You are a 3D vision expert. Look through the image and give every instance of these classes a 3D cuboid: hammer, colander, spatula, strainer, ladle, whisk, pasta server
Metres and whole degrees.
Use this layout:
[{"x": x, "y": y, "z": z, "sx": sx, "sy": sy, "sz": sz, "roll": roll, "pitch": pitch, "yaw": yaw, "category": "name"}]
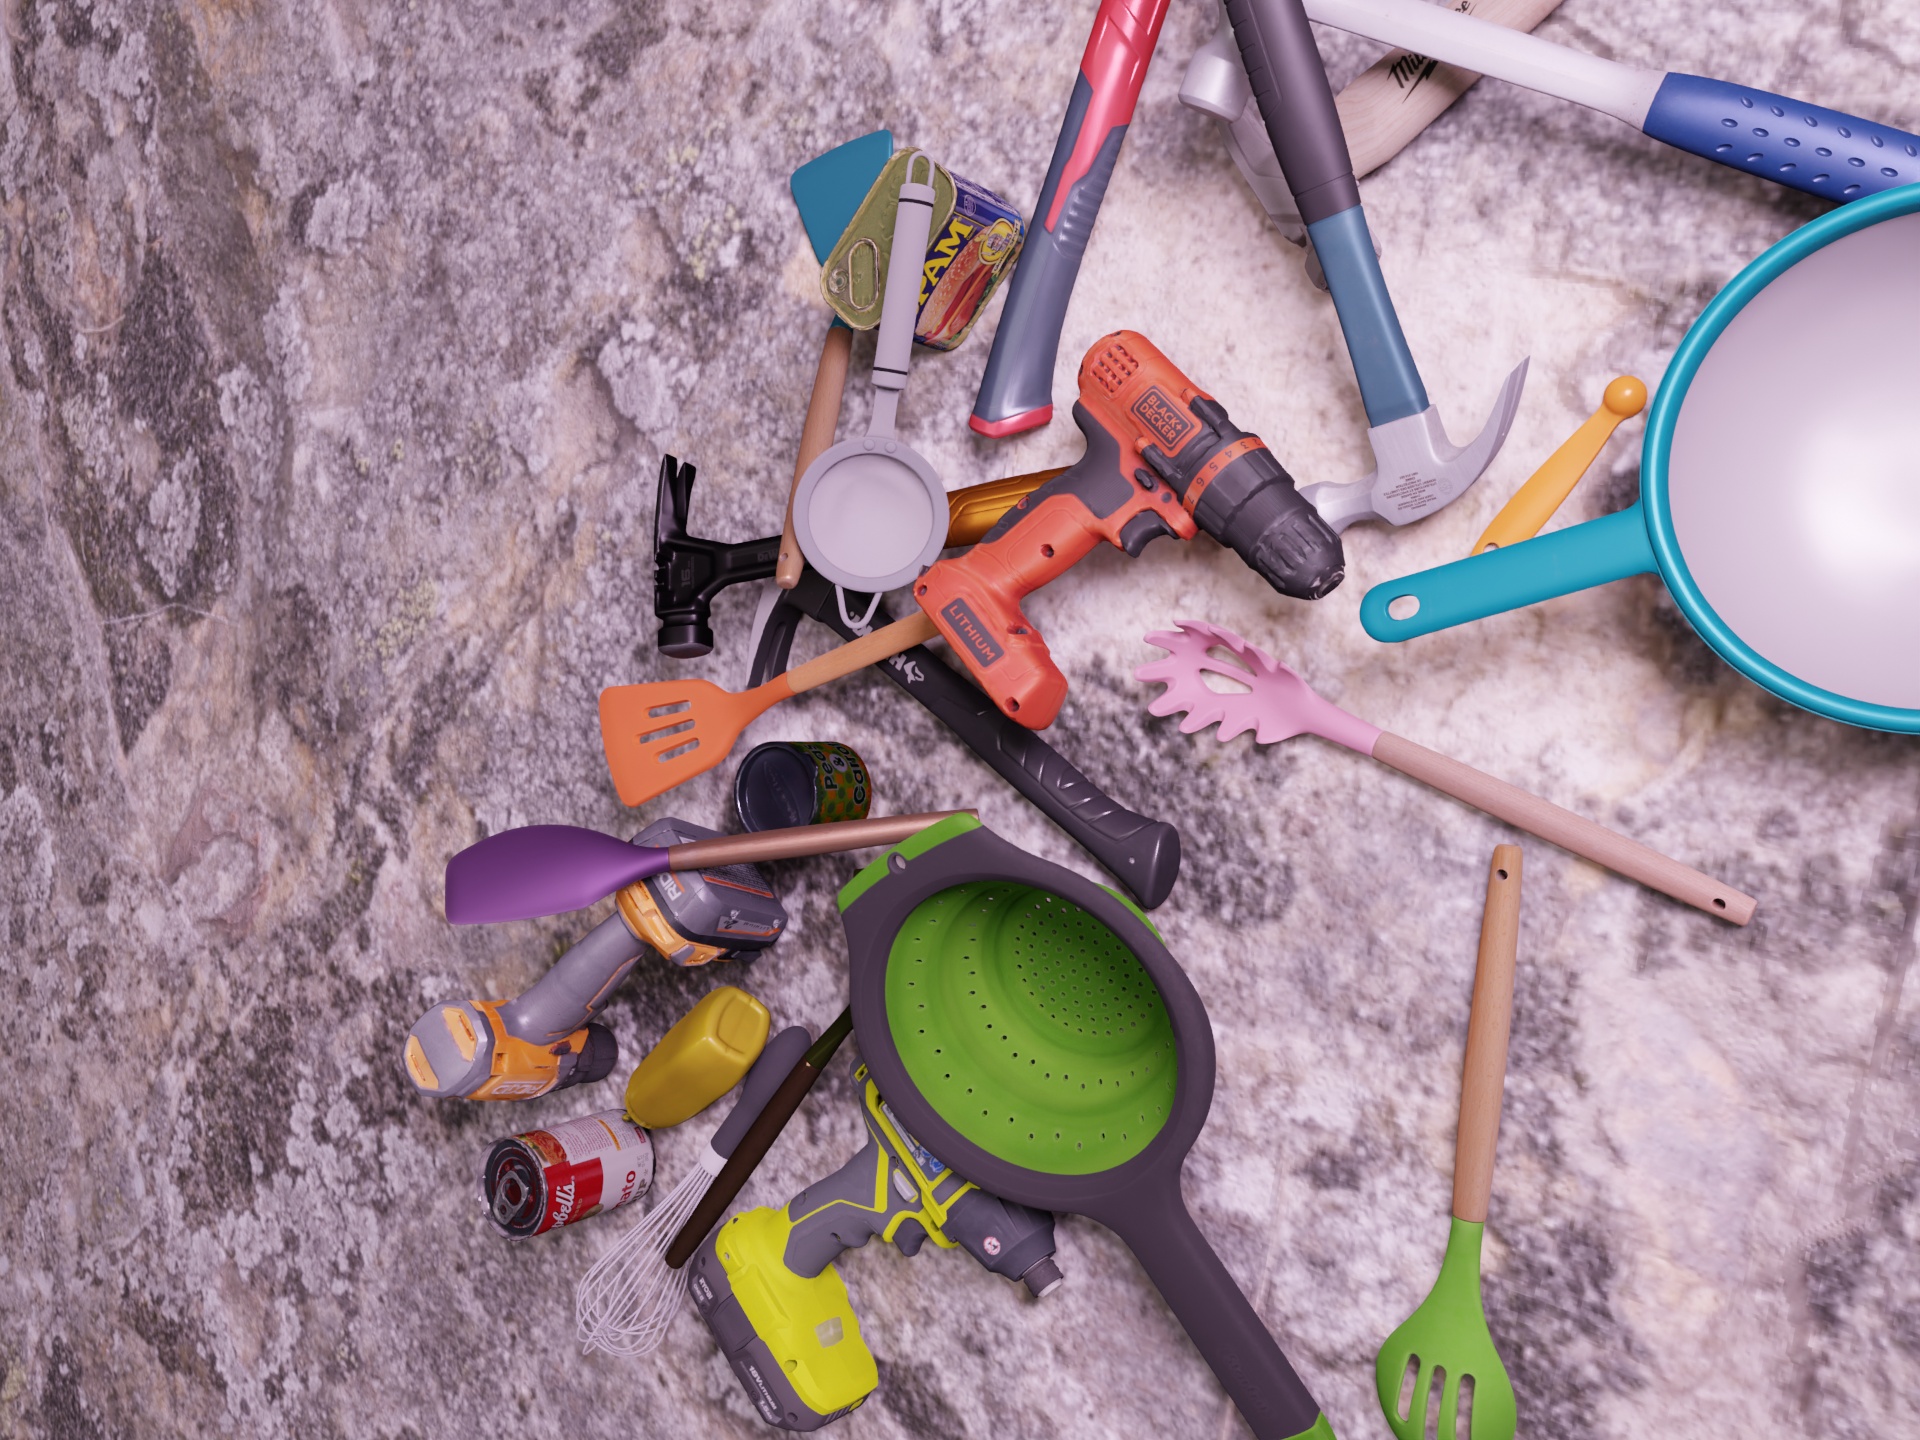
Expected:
[{"x": -0.034, "y": -0.119, "z": 0.931, "sx": 0.337, "sy": 0.034, "sz": 0.127, "roll": -7, "pitch": 79, "yaw": 24, "category": "hammer"}, {"x": 0.169, "y": -0.250, "z": 0.745, "sx": 0.128, "sy": 0.033, "sz": 0.331, "roll": -11, "pitch": 108, "yaw": 39, "category": "hammer"}, {"x": 0.095, "y": 0.218, "z": 0.853, "sx": 0.204, "sy": 0.094, "sz": 0.397, "roll": -35, "pitch": 89, "yaw": 33, "category": "colander"}, {"x": 0.300, "y": -0.385, "z": 0.736, "sx": 0.410, "sy": 0.038, "sz": 0.146, "roll": -36, "pitch": 69, "yaw": 28, "category": "hammer"}, {"x": -0.087, "y": -0.031, "z": 0.954, "sx": 0.322, "sy": 0.041, "sz": 0.081, "roll": -22, "pitch": 76, "yaw": 30, "category": "spatula"}, {"x": -0.146, "y": 0.076, "z": 0.938, "sx": 0.316, "sy": 0.018, "sz": 0.060, "roll": -7, "pitch": 62, "yaw": -2, "category": "spatula"}, {"x": 0.342, "y": -0.085, "z": 0.670, "sx": 0.340, "sy": 0.095, "sz": 0.211, "roll": -16, "pitch": 80, "yaw": 35, "category": "strainer"}, {"x": -0.084, "y": -0.218, "z": 0.953, "sx": 0.082, "sy": 0.044, "sz": 0.318, "roll": -12, "pitch": 56, "yaw": 31, "category": "spatula"}, {"x": 0.298, "y": -0.281, "z": 0.699, "sx": 0.406, "sy": 0.035, "sz": 0.144, "roll": 29, "pitch": 109, "yaw": 22, "category": "hammer"}, {"x": -0.001, "y": -0.003, "z": 0.942, "sx": 0.335, "sy": 0.035, "sz": 0.146, "roll": 41, "pitch": 111, "yaw": 27, "category": "hammer"}, {"x": -0.039, "y": -0.180, "z": 0.878, "sx": 0.087, "sy": 0.050, "sz": 0.258, "roll": 9, "pitch": 100, "yaw": -5, "category": "strainer"}, {"x": -0.112, "y": 0.220, "z": 0.965, "sx": 0.320, "sy": 0.062, "sz": 0.078, "roll": -56, "pitch": 20, "yaw": 21, "category": "ladle"}, {"x": -0.174, "y": 0.312, "z": 1.050, "sx": 0.070, "sy": 0.070, "sz": 0.284, "roll": 41, "pitch": 106, "yaw": 28, "category": "whisk"}, {"x": 0.227, "y": 0.025, "z": 0.782, "sx": 0.316, "sy": 0.040, "sz": 0.060, "roll": 28, "pitch": 117, "yaw": 30, "category": "pasta server"}, {"x": 0.064, "y": -0.345, "z": 0.868, "sx": 0.143, "sy": 0.038, "sz": 0.386, "roll": 20, "pitch": 107, "yaw": 0, "category": "hammer"}]

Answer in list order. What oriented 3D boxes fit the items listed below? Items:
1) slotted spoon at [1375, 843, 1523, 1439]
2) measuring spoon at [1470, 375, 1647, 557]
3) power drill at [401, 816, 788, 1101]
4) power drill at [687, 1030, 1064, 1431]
[{"x": 0.248, "y": 0.216, "z": 0.774, "sx": 0.070, "sy": 0.031, "sz": 0.314, "roll": 7, "pitch": 93, "yaw": 35, "category": "slotted spoon"}, {"x": 0.283, "y": -0.115, "z": 0.760, "sx": 0.021, "sy": 0.011, "sz": 0.117, "roll": 47, "pitch": 114, "yaw": 25, "category": "measuring spoon"}, {"x": -0.223, "y": 0.168, "z": 1.034, "sx": 0.226, "sy": 0.185, "sz": 0.084, "roll": -39, "pitch": 68, "yaw": 8, "category": "power drill"}, {"x": -0.049, "y": 0.313, "z": 0.949, "sx": 0.223, "sy": 0.080, "sz": 0.171, "roll": -48, "pitch": 64, "yaw": 21, "category": "power drill"}]
